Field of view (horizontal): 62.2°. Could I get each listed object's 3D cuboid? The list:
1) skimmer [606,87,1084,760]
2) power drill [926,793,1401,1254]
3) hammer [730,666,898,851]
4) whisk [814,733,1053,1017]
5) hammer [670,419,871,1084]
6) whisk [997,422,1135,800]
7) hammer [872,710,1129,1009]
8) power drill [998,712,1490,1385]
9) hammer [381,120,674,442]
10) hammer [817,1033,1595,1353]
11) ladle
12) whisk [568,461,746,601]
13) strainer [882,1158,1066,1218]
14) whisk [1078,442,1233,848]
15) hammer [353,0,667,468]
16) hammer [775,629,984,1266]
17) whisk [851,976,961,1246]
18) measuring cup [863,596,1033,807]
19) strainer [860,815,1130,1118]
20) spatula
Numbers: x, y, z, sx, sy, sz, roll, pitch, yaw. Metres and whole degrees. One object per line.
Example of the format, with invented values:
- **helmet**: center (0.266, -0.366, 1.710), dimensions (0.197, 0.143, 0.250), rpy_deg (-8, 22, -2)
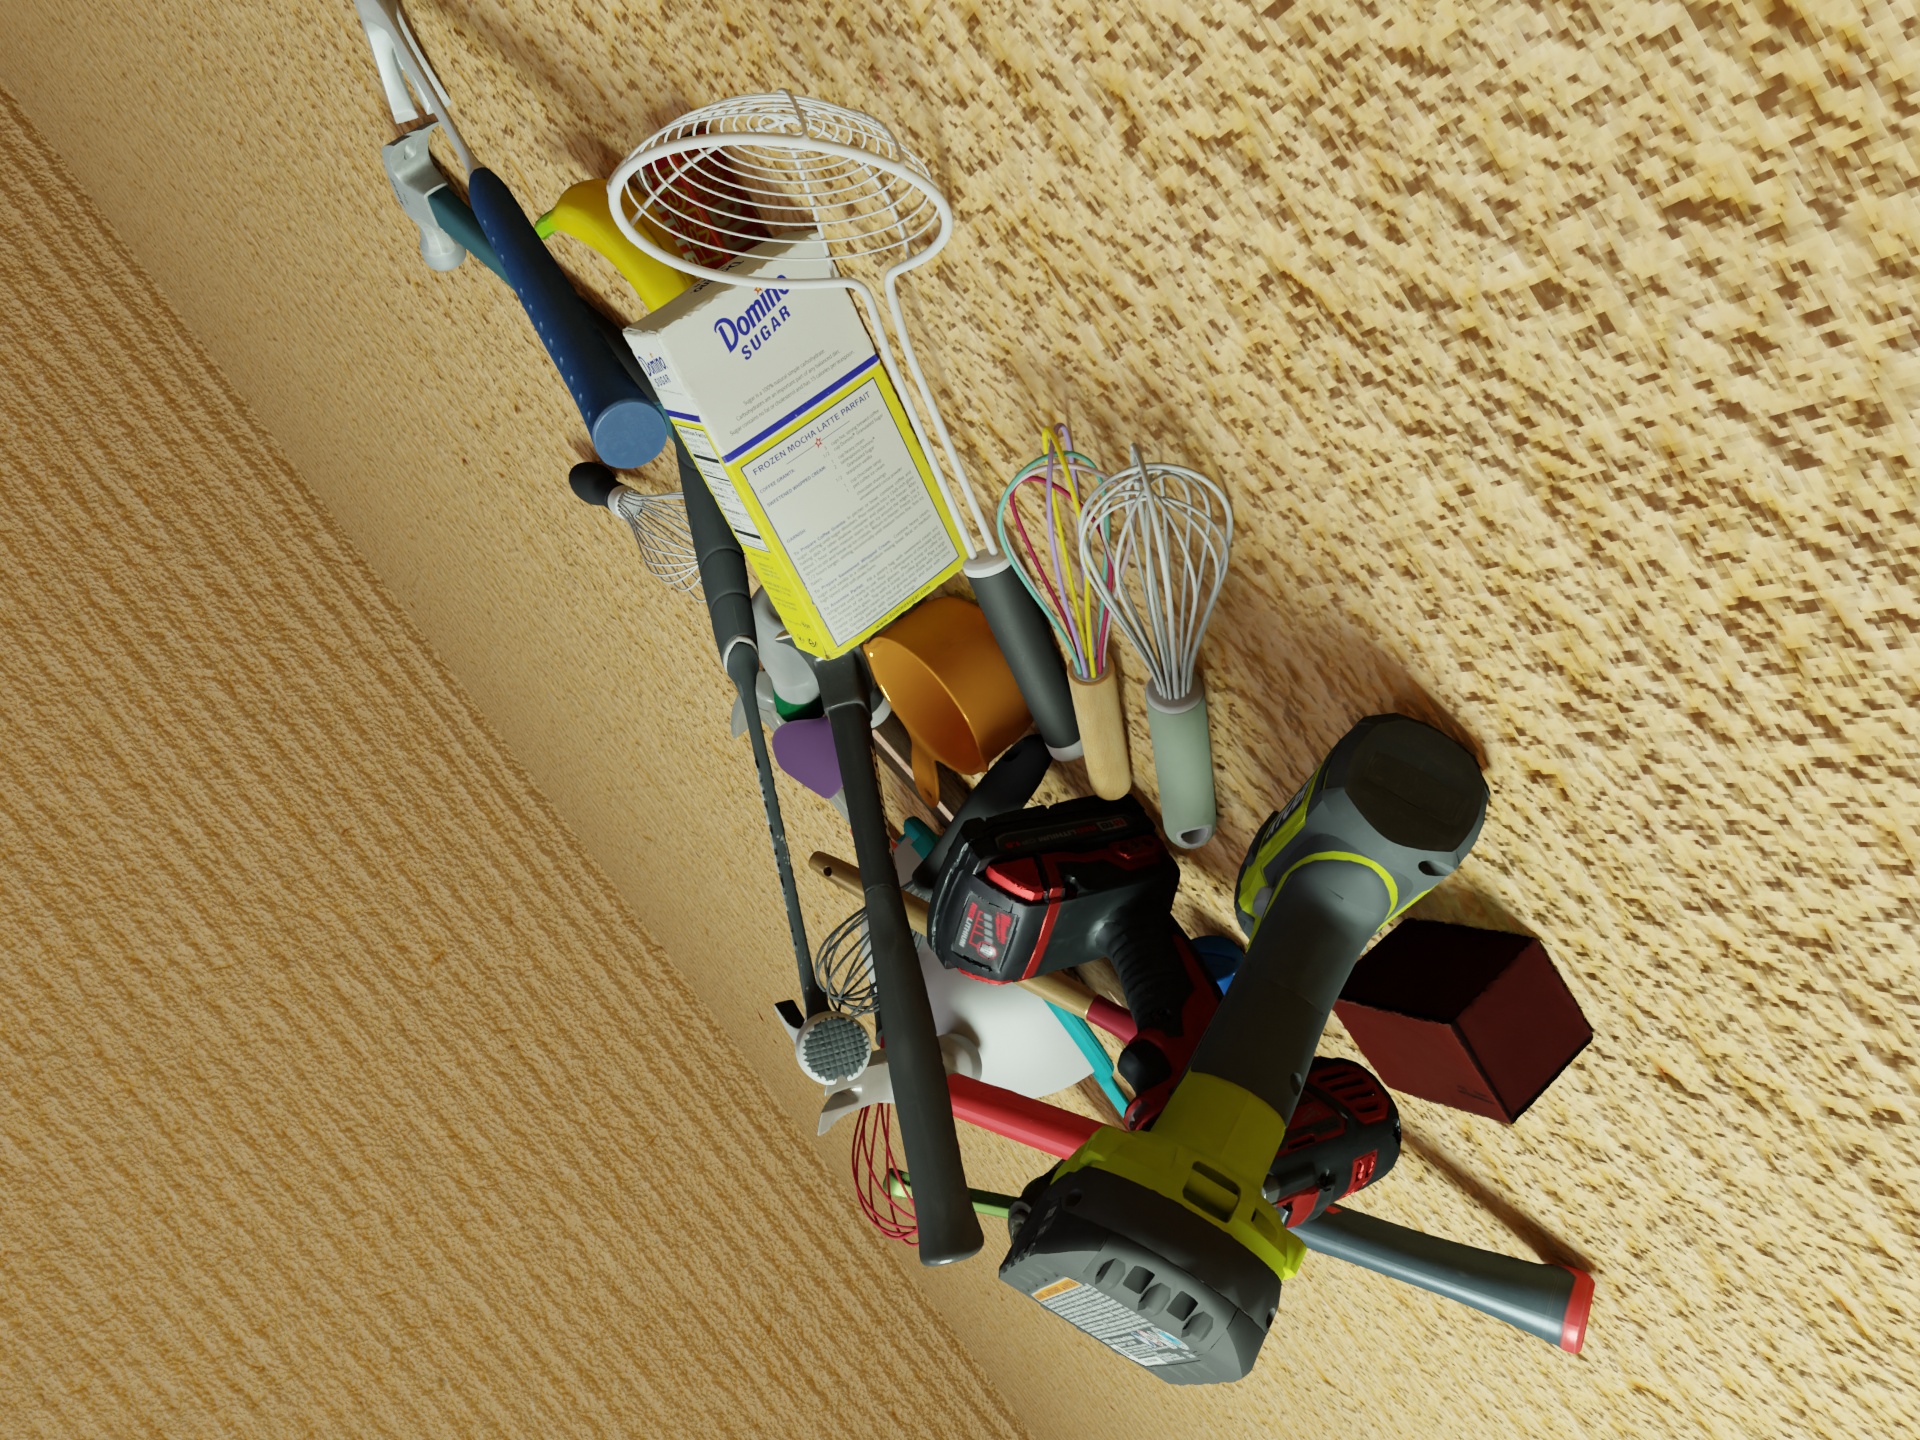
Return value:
- **skimmer**: center (-0.019, -0.097, 0.674), dimensions (0.127, 0.090, 0.362), rpy_deg (-3, 132, 28)
- **power drill**: center (0.066, 0.142, 0.723), dimensions (0.227, 0.188, 0.080), rpy_deg (53, 140, 39)
- **hammer**: center (-0.047, 0.116, 1.187), dimensions (0.359, 0.037, 0.149), rpy_deg (51, 160, 3)
- **whisk**: center (-0.016, 0.090, 0.903), dimensions (0.055, 0.055, 0.239), rpy_deg (46, 122, 14)
- **hammer**: center (-0.113, -0.014, 0.856), dimensions (0.149, 0.036, 0.409), rpy_deg (150, 109, -77)
- **whisk**: center (0.054, -0.033, 0.694), dimensions (0.047, 0.051, 0.244), rpy_deg (38, 160, 31)
- **hammer**: center (0.057, 0.123, 0.977), dimensions (0.331, 0.031, 0.130), rpy_deg (48, 160, 10)
- **power drill**: center (0.104, 0.120, 0.585), dimensions (0.080, 0.223, 0.171), rpy_deg (30, 156, 6)
- **hammer**: center (-0.261, -0.267, 0.994), dimensions (0.331, 0.033, 0.128), rpy_deg (42, 159, 25)
- **hammer**: center (0.114, 0.237, 0.806), dimensions (0.386, 0.038, 0.143), rpy_deg (12, -176, 29)
- **ladle**: center (0.047, 0.141, 0.840), dimensions (0.315, 0.069, 0.031), rpy_deg (25, -167, 23)
- **whisk**: center (-0.218, -0.144, 1.089), dimensions (0.285, 0.070, 0.070), rpy_deg (32, 153, 54)
- **strainer**: center (0.074, 0.316, 1.089), dimensions (0.256, 0.069, 0.151), rpy_deg (17, -173, -19)
- **whisk**: center (0.087, -0.018, 0.656), dimensions (0.246, 0.058, 0.059), rpy_deg (73, -174, -52)
- **hammer**: center (-0.243, -0.273, 0.810), dimensions (0.406, 0.035, 0.144), rpy_deg (57, 166, 28)
- **hammer**: center (-0.037, 0.102, 0.804), dimensions (0.146, 0.035, 0.335), rpy_deg (65, -168, -67)
- **whisk**: center (-0.045, 0.231, 1.083), dimensions (0.296, 0.073, 0.073), rpy_deg (-102, -9, -54)
- **measuring cup**: center (-0.001, -0.003, 0.859), dimensions (0.095, 0.052, 0.173), rpy_deg (45, 161, 18)
- **strainer**: center (0.037, 0.222, 1.030), dimensions (0.340, 0.095, 0.211), rpy_deg (53, 174, 0)
- **spatula**: center (-0.072, -0.012, 0.995), dimensions (0.060, 0.018, 0.315), rpy_deg (34, 153, -3)
